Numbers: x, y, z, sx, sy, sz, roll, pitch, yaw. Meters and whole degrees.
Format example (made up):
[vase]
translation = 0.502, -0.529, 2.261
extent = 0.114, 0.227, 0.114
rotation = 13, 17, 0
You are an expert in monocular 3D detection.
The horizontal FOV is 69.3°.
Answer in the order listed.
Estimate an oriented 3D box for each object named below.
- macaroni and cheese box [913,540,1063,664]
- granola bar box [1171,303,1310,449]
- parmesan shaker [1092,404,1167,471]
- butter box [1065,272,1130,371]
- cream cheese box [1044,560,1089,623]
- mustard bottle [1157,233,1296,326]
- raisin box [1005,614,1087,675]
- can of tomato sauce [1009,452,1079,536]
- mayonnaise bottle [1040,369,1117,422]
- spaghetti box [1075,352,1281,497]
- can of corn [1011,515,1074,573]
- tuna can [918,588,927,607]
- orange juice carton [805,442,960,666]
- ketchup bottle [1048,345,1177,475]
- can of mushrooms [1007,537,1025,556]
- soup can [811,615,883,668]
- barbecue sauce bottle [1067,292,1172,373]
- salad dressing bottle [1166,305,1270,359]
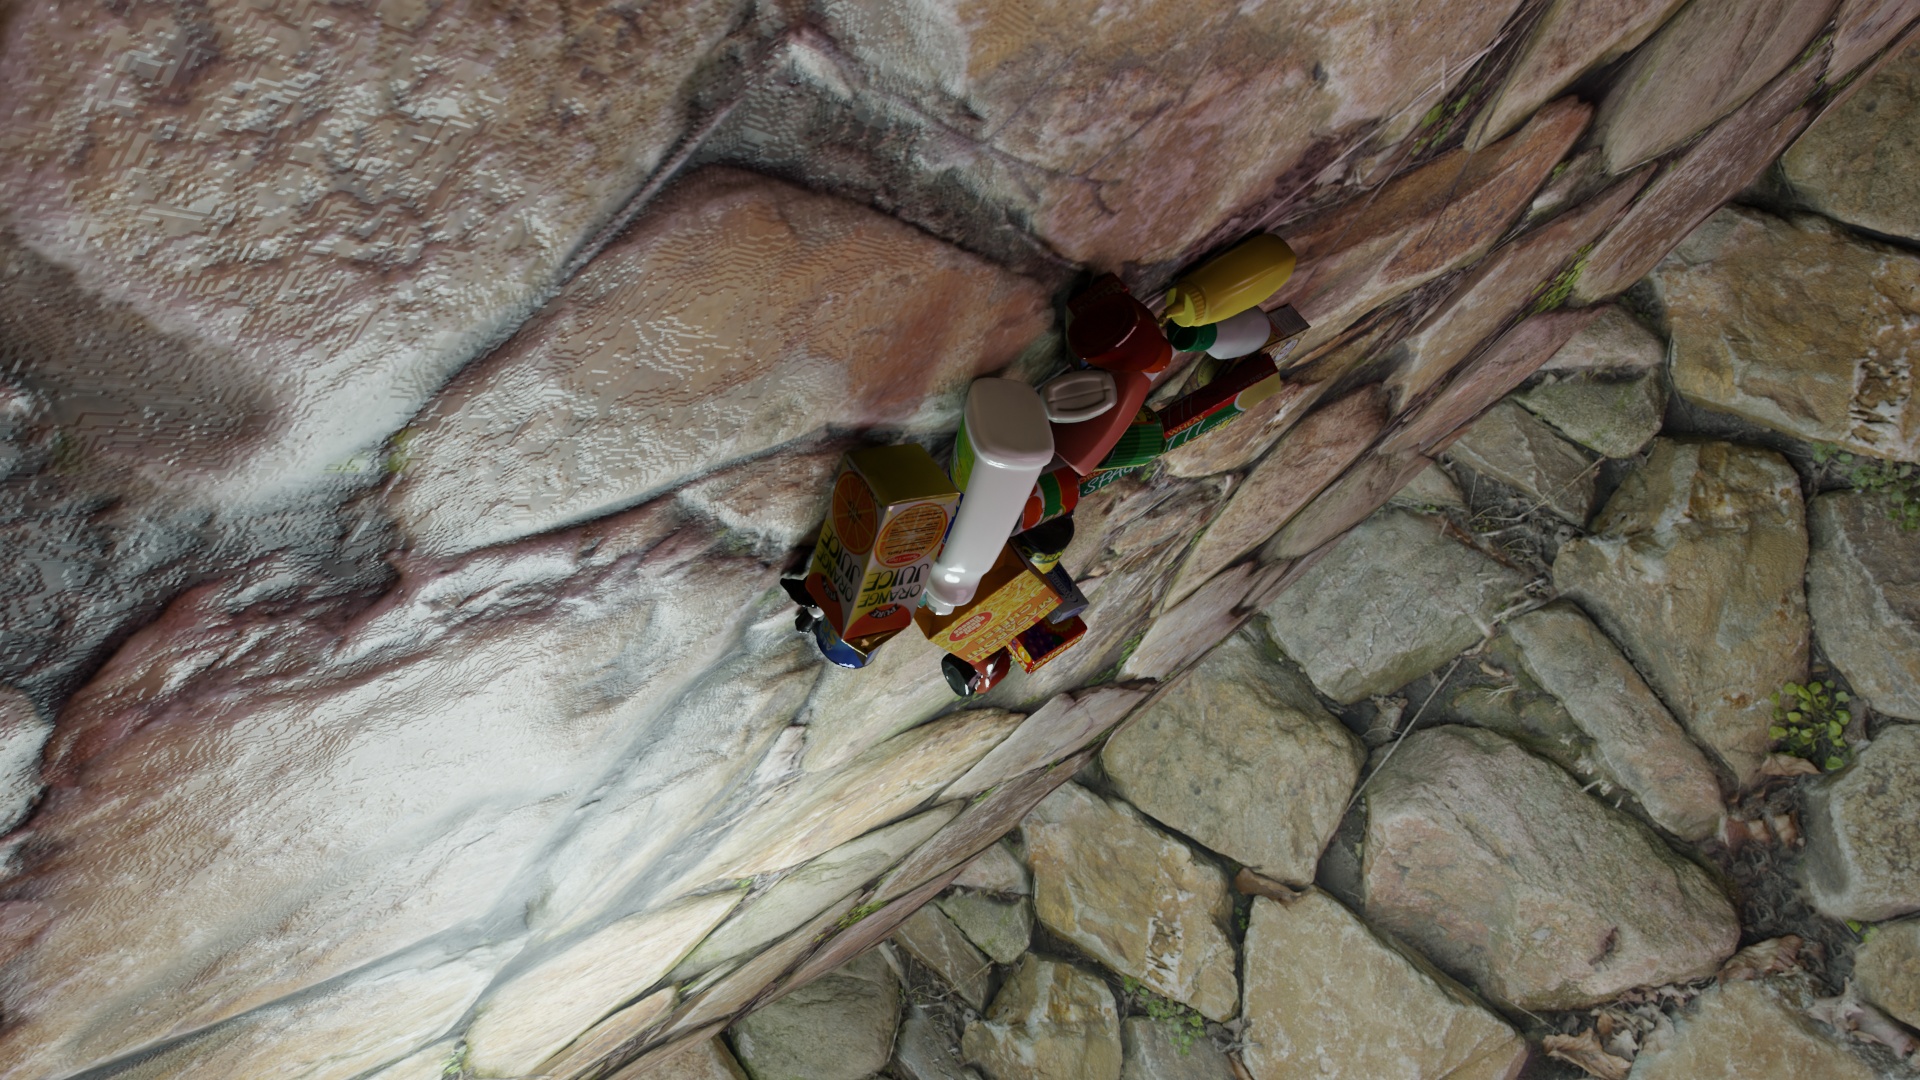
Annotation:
[macaroni and cheese box]
translation = 0.031, 0.069, 1.438
extent = 0.123, 0.040, 0.166
rotation = -36, 159, 5
[granola bar box]
translation = 0.303, -0.181, 1.554
extent = 0.125, 0.039, 0.164
rotation = -25, 158, -35
[parmesan shaker]
translation = 0.156, -0.104, 1.404
extent = 0.071, 0.071, 0.103
rotation = -48, 160, 29
[butter box]
translation = 0.117, -0.186, 1.200
extent = 0.053, 0.024, 0.103
rotation = -35, 162, -8
[cream cheese box]
translation = 0.100, 0.045, 1.616
extent = 0.053, 0.104, 0.024
rotation = -17, 156, -46
[mustard bottle]
translation = 0.238, -0.232, 1.278
extent = 0.161, 0.049, 0.065
rotation = -28, 160, -28
[raisin box]
translation = 0.078, 0.084, 1.639
extent = 0.086, 0.123, 0.040
rotation = -30, 160, -25
[can of tomato sauce]
translation = 0.068, -0.044, 1.384
extent = 0.083, 0.071, 0.070
rotation = -22, 157, -39
[mayonnaise bottle]
translation = 0.103, -0.126, 1.231
extent = 0.065, 0.041, 0.148
rotation = -12, -177, 4
[spaghetti box]
translation = 0.225, -0.122, 1.485
extent = 0.250, 0.029, 0.050
rotation = -28, 155, 5
[can of corn]
translation = 0.085, -0.001, 1.526
extent = 0.071, 0.071, 0.058
rotation = -28, 161, -29
[tuna can]
translation = -0.047, 0.030, 1.356
extent = 0.033, 0.071, 0.071
rotation = -39, 162, 2
[orange juice carton]
translation = -0.073, 0.016, 1.171
extent = 0.073, 0.072, 0.191
rotation = -9, 136, -35
[ketchup bottle]
translation = 0.144, -0.135, 1.324
extent = 0.148, 0.065, 0.043
rotation = -48, 148, 5
[can of mushrooms]
translation = 0.043, 0.025, 1.513
extent = 0.033, 0.071, 0.070
rotation = -29, 160, -27
[soup can]
translation = -0.101, 0.076, 1.369
extent = 0.071, 0.071, 0.083
rotation = -23, 156, -40
[barbecue sauce bottle]
translation = 0.143, -0.169, 1.174
extent = 0.064, 0.044, 0.148
rotation = -33, 166, 20
[salad dressing bottle]
translation = 0.258, -0.209, 1.388
extent = 0.148, 0.044, 0.064
rotation = -13, 150, -51
